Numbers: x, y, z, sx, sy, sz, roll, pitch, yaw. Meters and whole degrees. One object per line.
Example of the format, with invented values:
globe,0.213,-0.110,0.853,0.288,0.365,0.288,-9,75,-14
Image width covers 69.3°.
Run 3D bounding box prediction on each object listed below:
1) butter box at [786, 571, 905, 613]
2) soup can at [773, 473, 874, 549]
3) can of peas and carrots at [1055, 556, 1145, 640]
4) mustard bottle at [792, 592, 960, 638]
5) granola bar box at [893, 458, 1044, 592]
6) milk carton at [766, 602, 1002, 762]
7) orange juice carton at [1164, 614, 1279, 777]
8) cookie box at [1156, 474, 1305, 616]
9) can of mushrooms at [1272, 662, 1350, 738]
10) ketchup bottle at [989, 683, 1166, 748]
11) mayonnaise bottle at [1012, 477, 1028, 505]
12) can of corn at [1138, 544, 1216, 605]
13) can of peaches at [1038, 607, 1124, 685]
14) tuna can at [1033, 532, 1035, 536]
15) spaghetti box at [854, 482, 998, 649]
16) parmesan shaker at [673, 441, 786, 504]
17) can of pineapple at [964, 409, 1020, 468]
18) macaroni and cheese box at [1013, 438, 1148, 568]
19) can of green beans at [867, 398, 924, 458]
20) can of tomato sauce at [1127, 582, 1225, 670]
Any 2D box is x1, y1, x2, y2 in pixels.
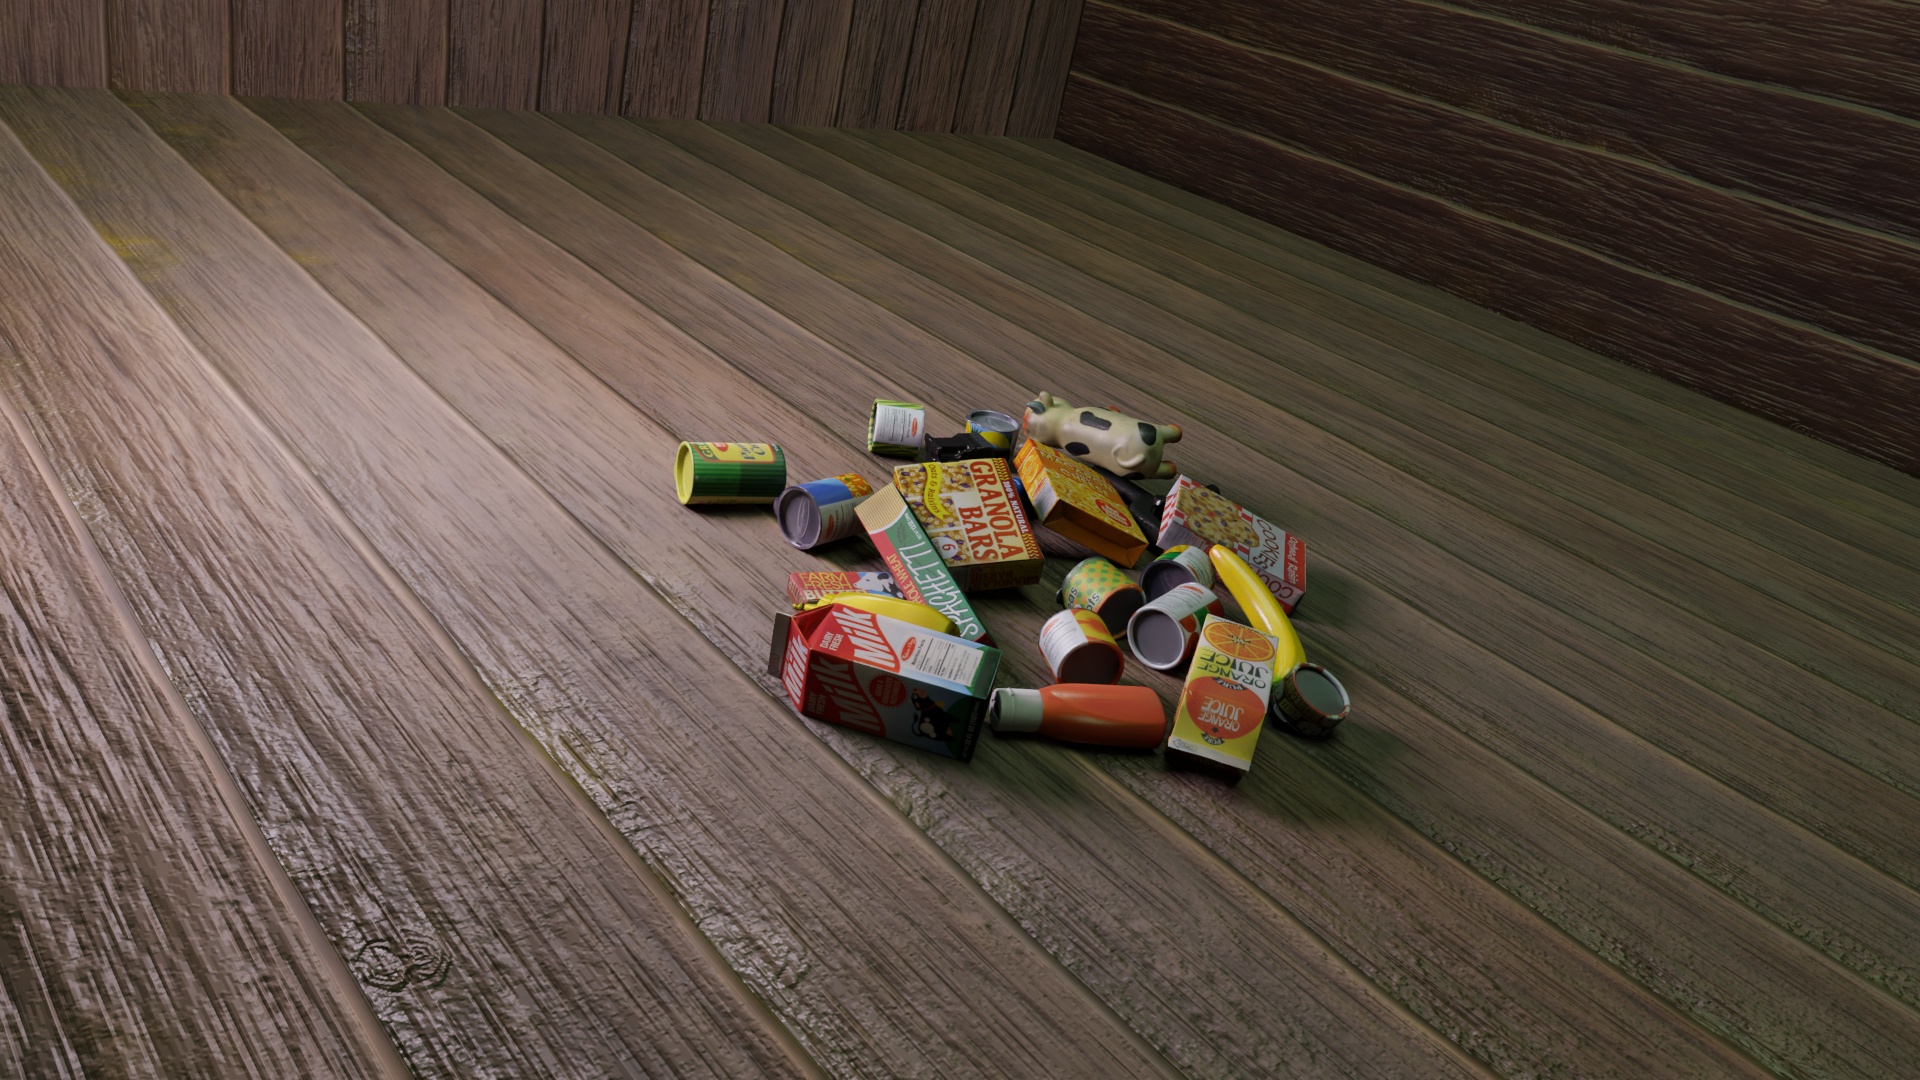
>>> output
butter box,-0.109,0.053,1.331,0.104,0.024,0.053,0,29,-25
soup can,-0.140,-0.032,1.442,0.071,0.071,0.084,30,30,32
can of peas and carrots,0.141,0.059,1.388,0.071,0.070,0.059,-6,32,-35
mustard bottle,-0.081,0.078,1.250,0.160,0.065,0.048,16,-17,24
granola bar box,0.005,-0.018,1.446,0.124,0.038,0.166,-5,43,-13
milk carton,-0.069,0.112,1.165,0.191,0.072,0.074,16,33,5
orange juice carton,0.234,0.146,1.246,0.072,0.072,0.193,18,26,10
cookie box,0.306,0.005,1.559,0.167,0.040,0.123,29,30,-1
can of mushrooms,0.328,0.150,1.304,0.071,0.033,0.071,19,41,-18
ketchup bottle,0.101,0.150,1.209,0.149,0.043,0.065,5,26,-16
mayonnaise bottle,0.016,-0.042,1.564,0.065,0.041,0.148,33,32,33
can of corn,0.227,0.044,1.463,0.071,0.070,0.058,24,27,22
can of peaches,0.114,0.105,1.282,0.071,0.071,0.058,4,26,-17
tuna can,0.045,0.004,1.494,0.071,0.032,0.071,11,25,-5
spaghetti box,-0.037,0.033,1.339,0.050,0.028,0.251,-35,44,2
parmesan shaker,-0.244,-0.072,1.475,0.103,0.071,0.071,-1,29,-28
can of pineapple,0.034,-0.124,1.721,0.071,0.057,0.071,11,25,-5
macaroni and cheese box,0.135,-0.045,1.586,0.123,0.040,0.167,26,21,-22
can of green beans,-0.078,-0.136,1.683,0.058,0.071,0.071,7,26,-12
can of tomato sauce,0.213,0.086,1.370,0.071,0.071,0.083,28,29,28
